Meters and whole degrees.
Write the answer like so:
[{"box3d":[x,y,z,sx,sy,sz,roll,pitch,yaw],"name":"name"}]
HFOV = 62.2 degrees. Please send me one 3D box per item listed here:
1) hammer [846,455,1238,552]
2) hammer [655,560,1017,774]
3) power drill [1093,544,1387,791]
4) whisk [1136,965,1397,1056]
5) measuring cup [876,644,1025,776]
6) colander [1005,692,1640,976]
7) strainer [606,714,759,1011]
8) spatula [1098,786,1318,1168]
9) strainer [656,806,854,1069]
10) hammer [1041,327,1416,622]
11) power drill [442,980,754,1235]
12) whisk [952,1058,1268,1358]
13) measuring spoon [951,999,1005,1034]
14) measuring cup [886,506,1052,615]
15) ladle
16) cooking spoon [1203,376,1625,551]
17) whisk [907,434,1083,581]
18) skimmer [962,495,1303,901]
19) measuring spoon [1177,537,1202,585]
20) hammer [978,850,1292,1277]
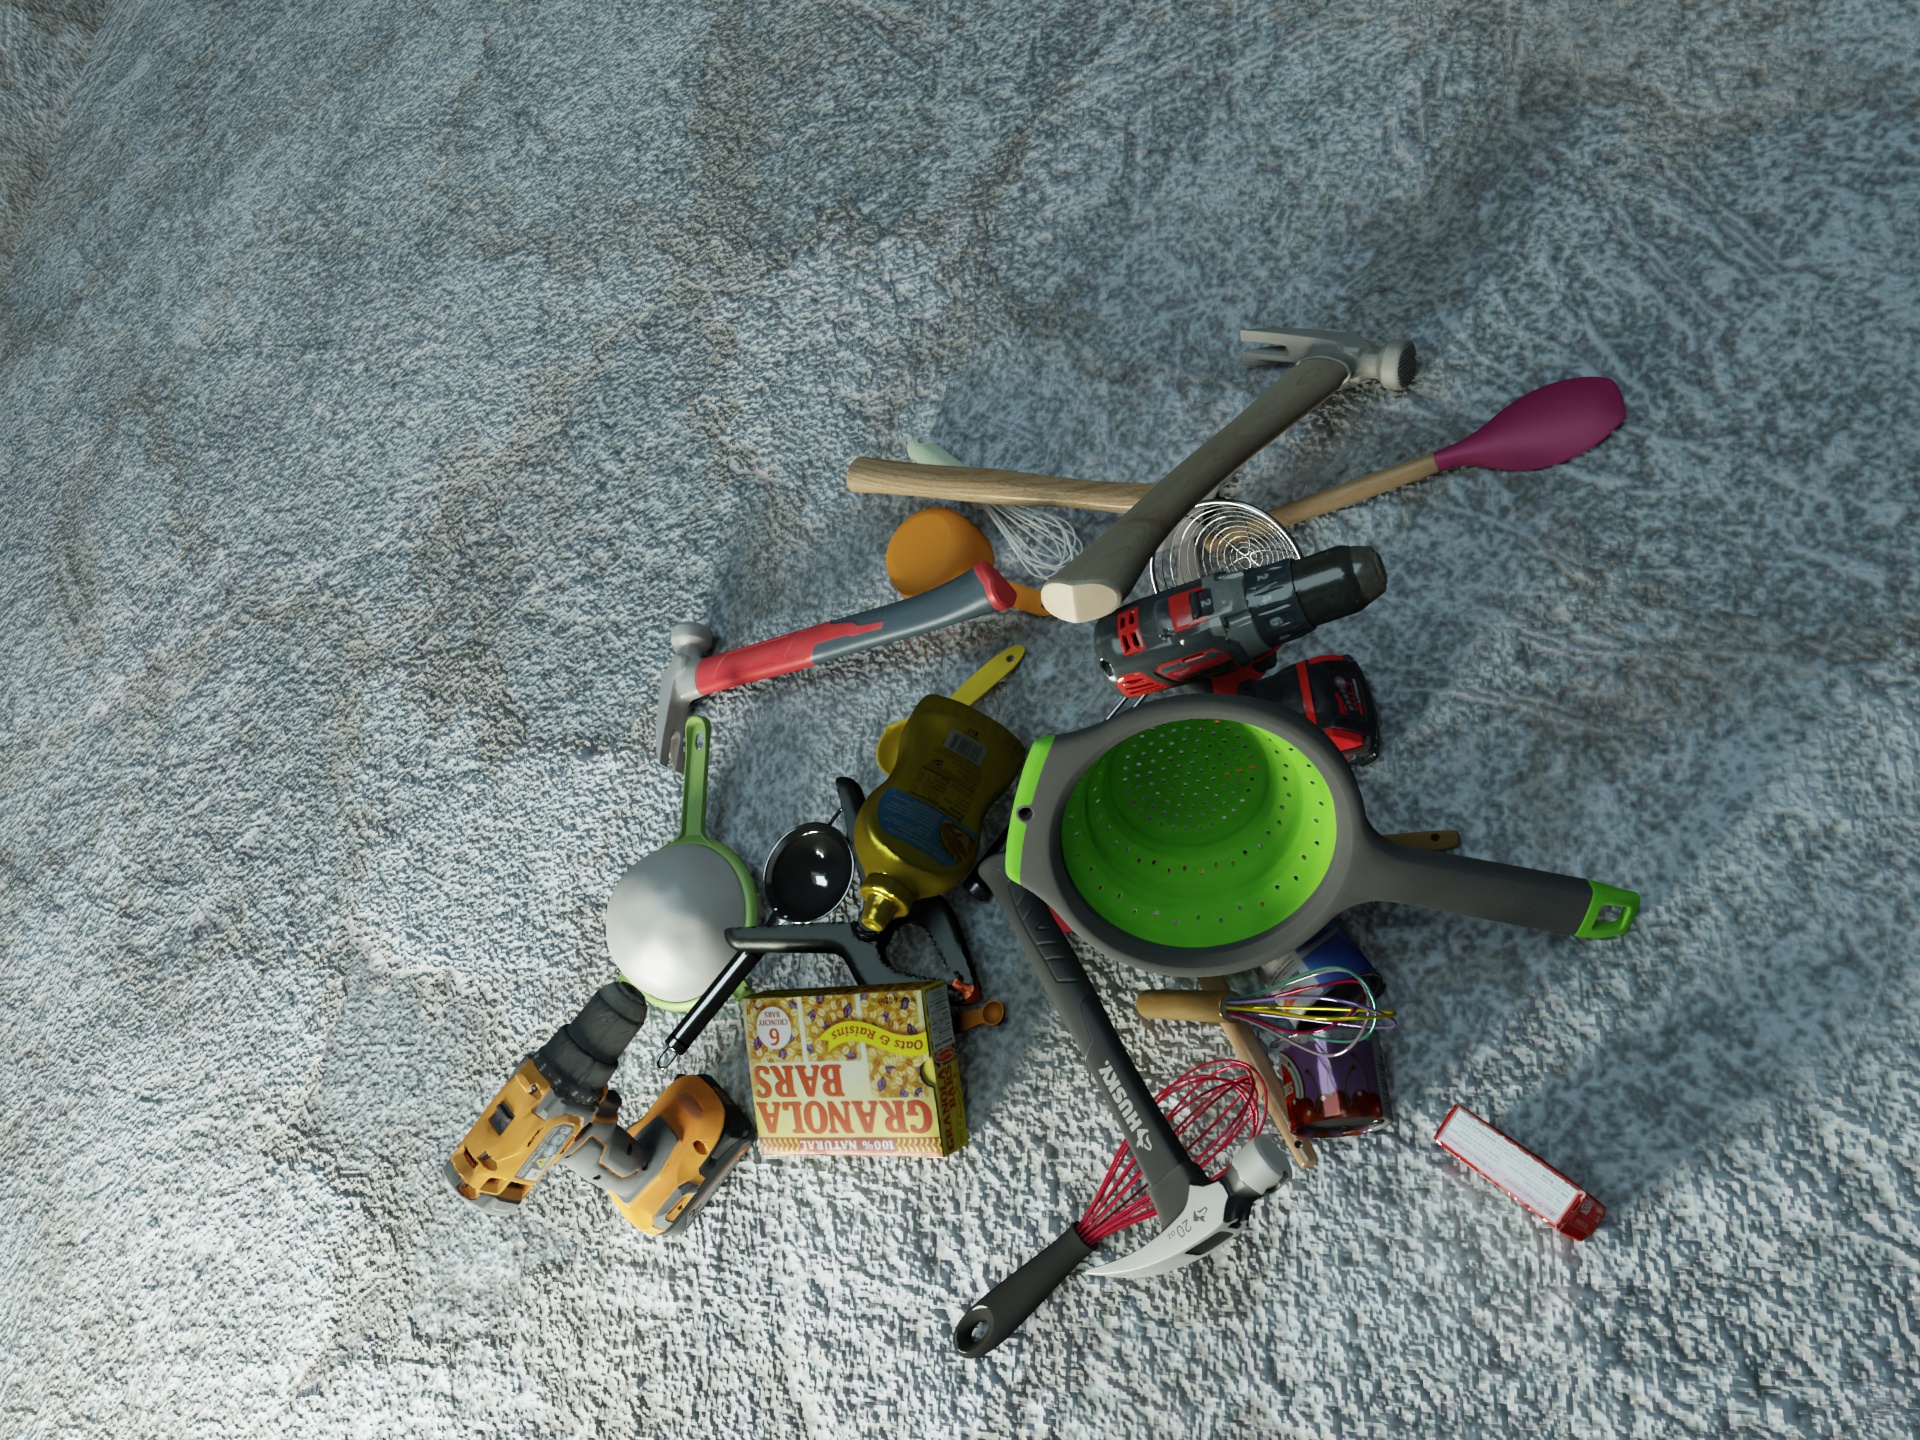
[{"box3d":[0.051,-0.189,1.307,0.331,0.031,0.130,9,45,27],"name":"hammer"},{"box3d":[-0.118,-0.053,1.369,0.386,0.038,0.143,-13,63,36],"name":"hammer"},{"box3d":[0.215,-0.037,1.069,0.188,0.226,0.080,-19,60,24],"name":"power drill"},{"box3d":[0.187,0.186,1.033,0.047,0.051,0.245,-32,8,-29],"name":"whisk"},{"box3d":[-0.002,-0.004,1.321,0.156,0.029,0.062,-42,53,-6],"name":"measuring cup"},{"box3d":[0.230,0.071,1.021,0.397,0.204,0.095,10,27,-2],"name":"colander"},{"box3d":[-0.247,0.117,1.356,0.151,0.069,0.256,-4,77,29],"name":"strainer"},{"box3d":[0.171,0.175,1.128,0.060,0.018,0.316,-34,53,10],"name":"spatula"},{"box3d":[-0.163,0.180,1.299,0.087,0.050,0.258,33,79,33],"name":"strainer"},{"box3d":[0.177,-0.188,1.147,0.146,0.038,0.411,16,42,35],"name":"hammer"},{"box3d":[-0.252,0.295,1.200,0.084,0.226,0.185,37,90,38],"name":"power drill"},{"box3d":[0.098,0.336,1.077,0.296,0.073,0.073,-46,52,13],"name":"whisk"},{"box3d":[-0.014,0.238,1.220,0.117,0.011,0.021,-22,58,26],"name":"measuring spoon"},{"box3d":[0.008,-0.127,1.348,0.174,0.052,0.095,25,82,39],"name":"measuring cup"},{"box3d":[0.192,0.104,1.131,0.315,0.031,0.069,-9,60,21],"name":"ladle"},{"box3d":[0.333,-0.186,1.198,0.319,0.017,0.069,-19,59,23],"name":"cooking spoon"},{"box3d":[0.024,-0.189,1.377,0.058,0.059,0.247,-17,41,-29],"name":"whisk"},{"box3d":[0.119,-0.006,1.200,0.127,0.090,0.363,40,94,6],"name":"skimmer"},{"box3d":[0.179,-0.126,1.264,0.034,0.018,0.124,-14,62,25],"name":"measuring spoon"},{"box3d":[0.086,0.215,1.077,0.146,0.035,0.335,-47,45,18],"name":"hammer"}]
